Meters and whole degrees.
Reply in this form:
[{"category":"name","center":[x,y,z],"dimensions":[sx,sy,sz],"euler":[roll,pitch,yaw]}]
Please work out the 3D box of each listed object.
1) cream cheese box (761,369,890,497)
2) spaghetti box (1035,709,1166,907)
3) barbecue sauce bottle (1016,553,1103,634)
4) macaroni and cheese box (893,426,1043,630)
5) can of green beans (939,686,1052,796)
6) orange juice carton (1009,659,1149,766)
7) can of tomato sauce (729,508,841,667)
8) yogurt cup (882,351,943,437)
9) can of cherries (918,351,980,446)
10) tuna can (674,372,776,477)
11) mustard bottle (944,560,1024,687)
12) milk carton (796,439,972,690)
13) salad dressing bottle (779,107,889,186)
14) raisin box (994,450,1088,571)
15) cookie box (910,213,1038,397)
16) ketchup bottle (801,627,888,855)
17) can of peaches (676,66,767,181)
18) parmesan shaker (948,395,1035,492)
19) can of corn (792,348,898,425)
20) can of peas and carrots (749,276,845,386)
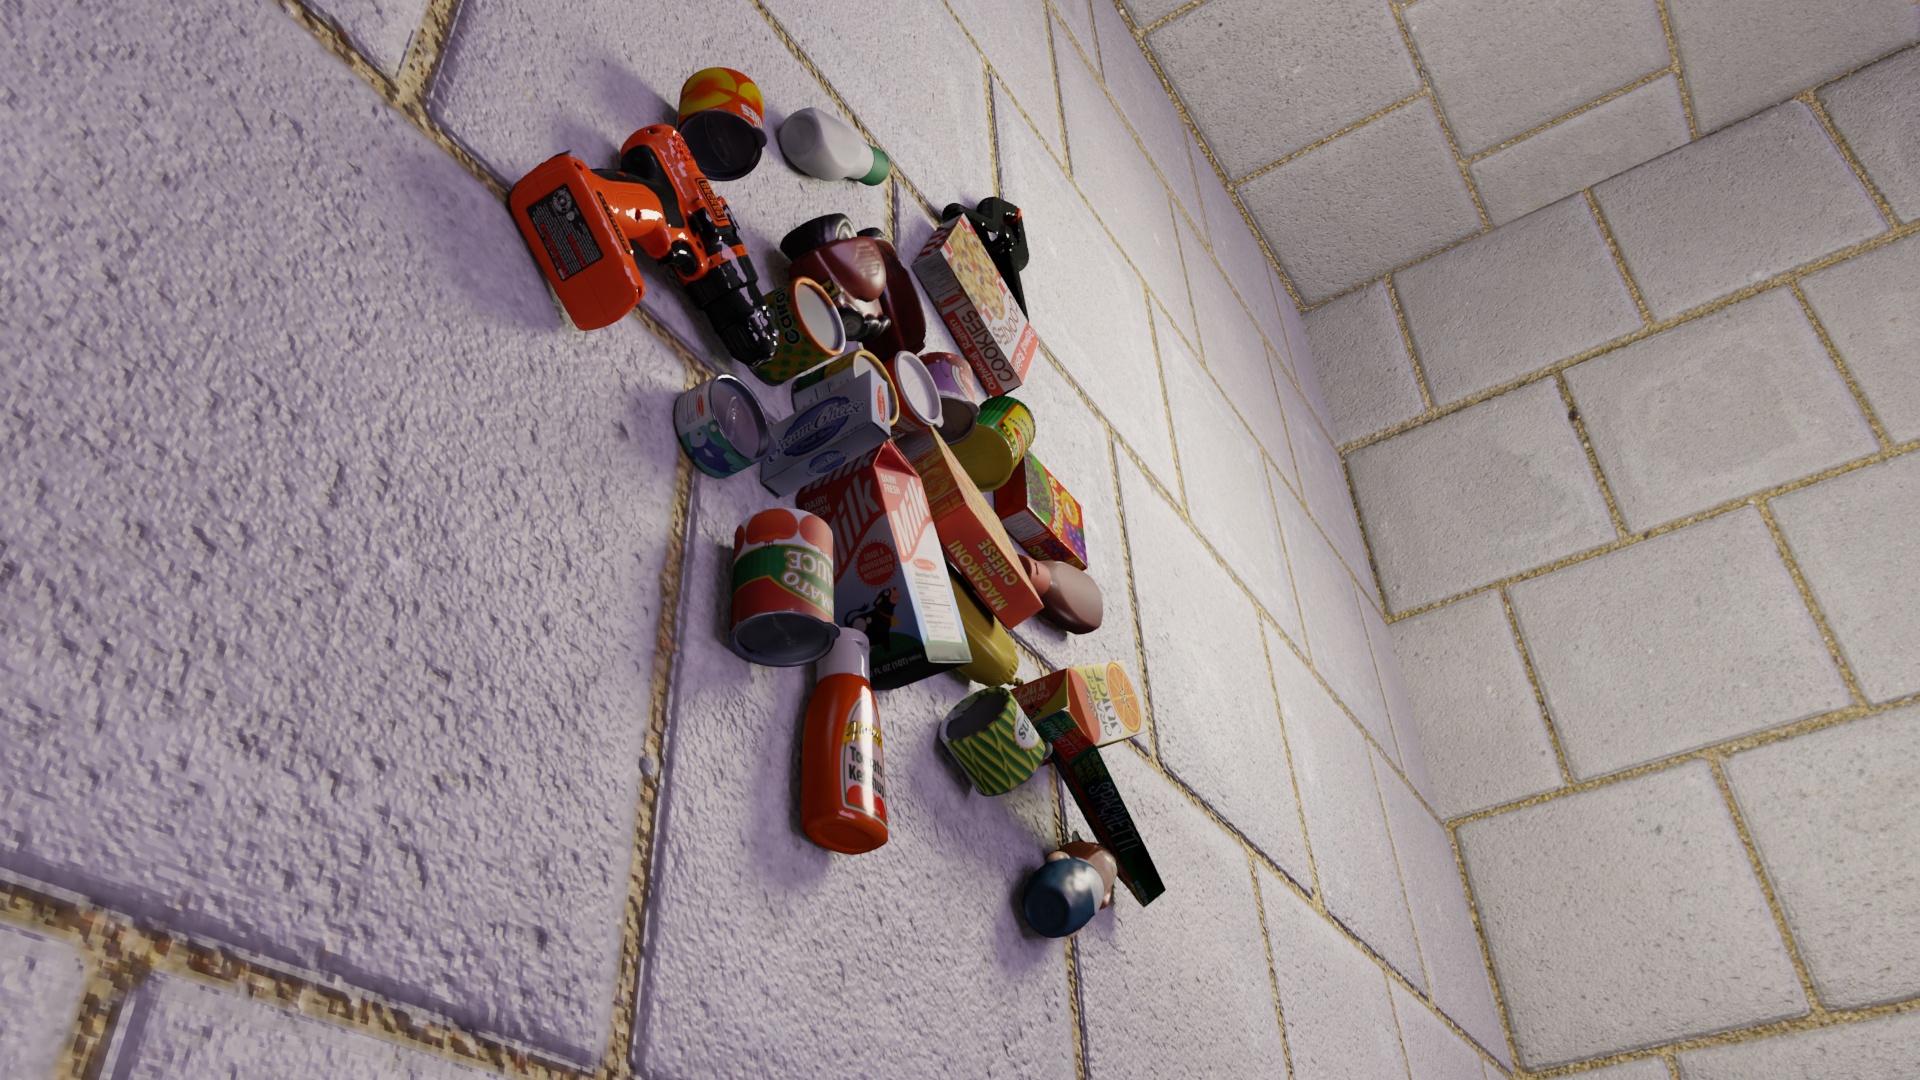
[{"category":"cream cheese box","center":[-0.096,-0.076,0.993],"dimensions":[0.024,0.103,0.053],"euler":[39,35,-41]},{"category":"spaghetti box","center":[0.123,0.233,1.183],"dimensions":[0.050,0.029,0.249],"euler":[45,-13,45]},{"category":"barbecue sauce bottle","center":[0.088,0.048,1.348],"dimensions":[0.148,0.043,0.065],"euler":[26,48,-55]},{"category":"macaroni and cheese box","center":[0.004,-0.015,1.164],"dimensions":[0.123,0.040,0.167],"euler":[53,7,-29]},{"category":"can of green beans","center":[0.025,0.157,1.088],"dimensions":[0.057,0.071,0.071],"euler":[58,25,-21]},{"category":"orange juice carton","center":[0.095,0.154,1.231],"dimensions":[0.193,0.071,0.073],"euler":[4,65,-64]},{"category":"can of tomato sauce","center":[-0.114,0.030,0.903],"dimensions":[0.071,0.071,0.083],"euler":[42,33,-45]},{"category":"yogurt cup","center":[-0.056,-0.120,1.178],"dimensions":[0.072,0.054,0.073],"euler":[47,31,-39]},{"category":"can of cherries","center":[-0.017,-0.128,1.246],"dimensions":[0.071,0.071,0.059],"euler":[44,32,-42]},{"category":"tuna can","center":[-0.160,-0.077,0.946],"dimensions":[0.071,0.032,0.071],"euler":[46,31,-39]},{"category":"mustard bottle","center":[0.007,0.080,1.140],"dimensions":[0.159,0.048,0.065],"euler":[49,23,-36]},{"category":"milk carton","center":[-0.061,0.010,1.029],"dimensions":[0.073,0.072,0.191],"euler":[11,60,-62]},{"category":"salad dressing bottle","center":[-0.113,-0.360,1.288],"dimensions":[0.148,0.044,0.064],"euler":[-7,74,-67]},{"category":"raisin box","center":[0.081,-0.027,1.404],"dimensions":[0.123,0.040,0.086],"euler":[42,33,-42]},{"category":"cookie box","center":[0.019,-0.248,1.470],"dimensions":[0.167,0.040,0.123],"euler":[57,26,-20]},{"category":"ketchup bottle","center":[-0.078,0.129,0.923],"dimensions":[0.064,0.043,0.149],"euler":[42,33,-44]},{"category":"can of peaches","center":[-0.183,-0.321,1.070],"dimensions":[0.071,0.071,0.058],"euler":[43,32,-44]},{"category":"parmesan shaker","center":[0.029,-0.096,1.320],"dimensions":[0.071,0.071,0.103],"euler":[62,24,-13]},{"category":"can of corn","center":[-0.089,-0.111,1.096],"dimensions":[0.071,0.058,0.071],"euler":[47,31,-40]},{"category":"can of peas and carrots","center":[-0.130,-0.159,1.051],"dimensions":[0.070,0.058,0.071],"euler":[47,30,-38]}]
